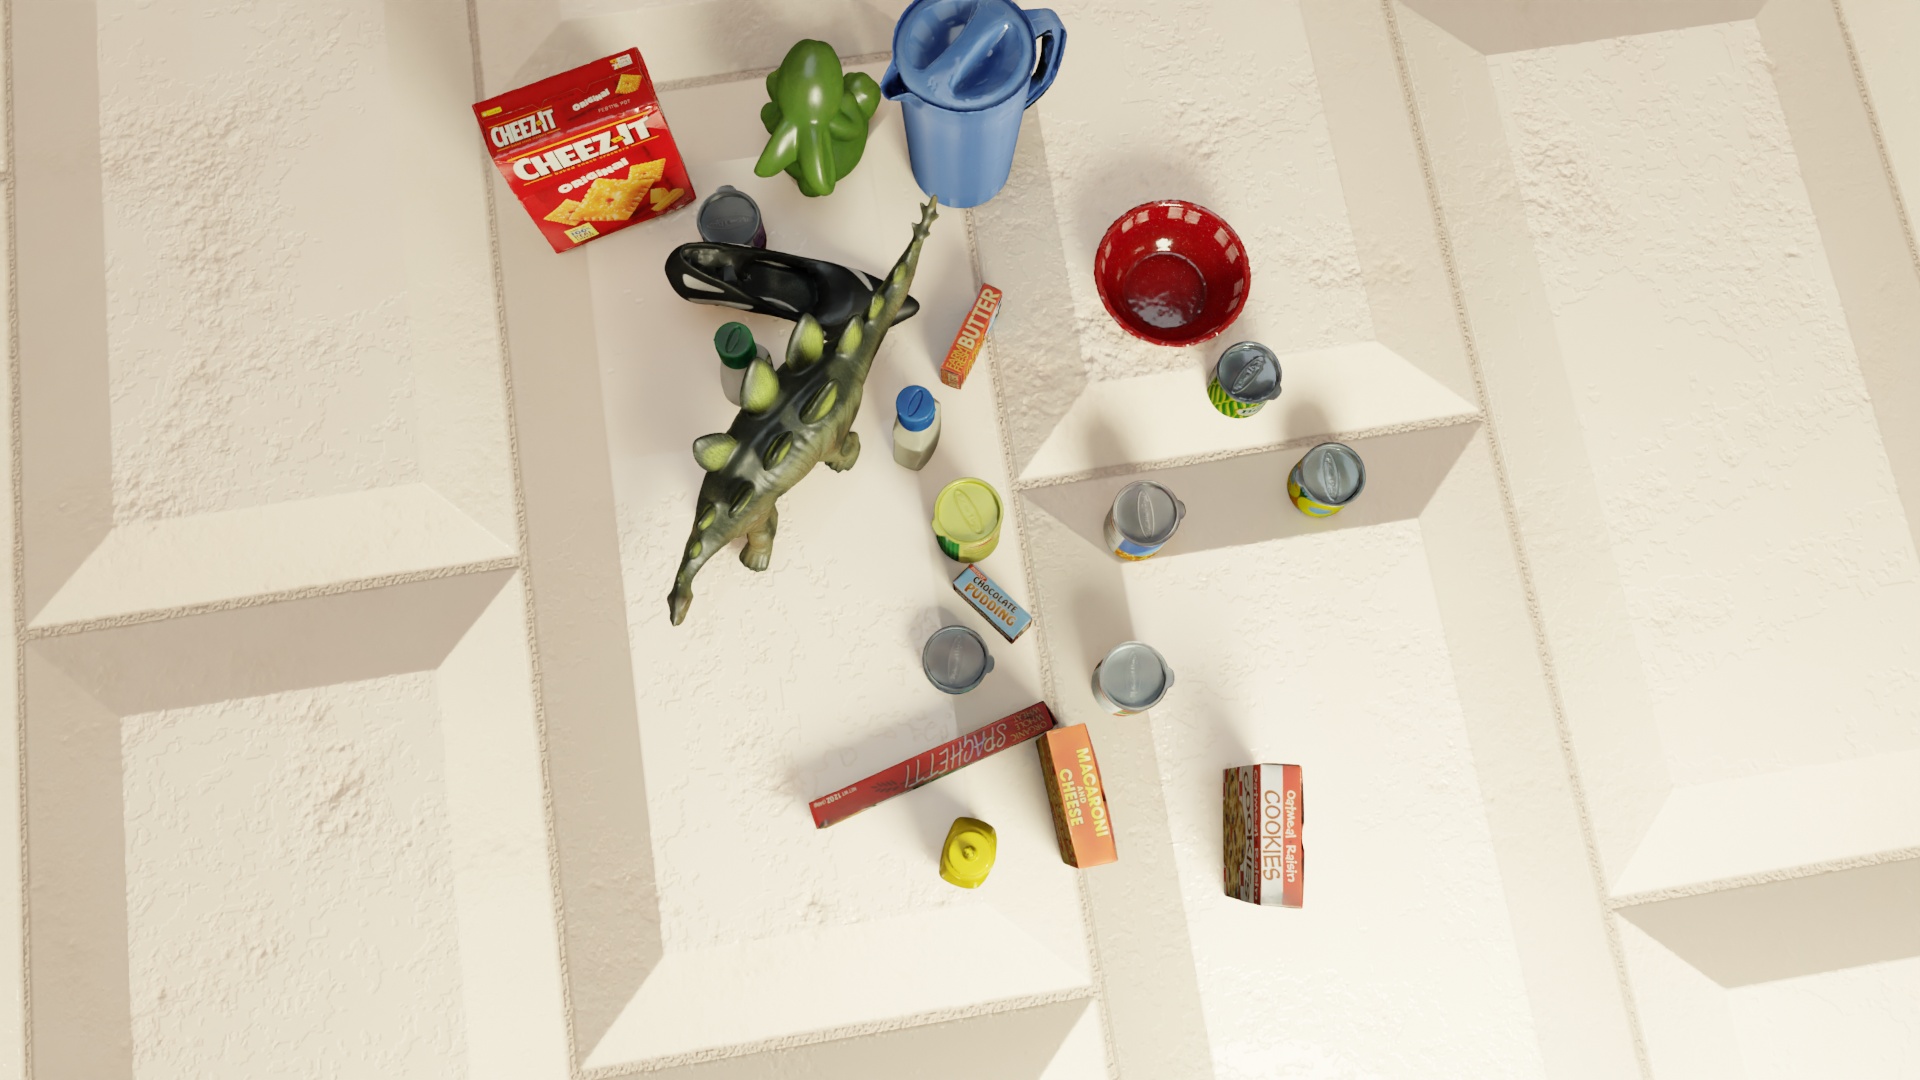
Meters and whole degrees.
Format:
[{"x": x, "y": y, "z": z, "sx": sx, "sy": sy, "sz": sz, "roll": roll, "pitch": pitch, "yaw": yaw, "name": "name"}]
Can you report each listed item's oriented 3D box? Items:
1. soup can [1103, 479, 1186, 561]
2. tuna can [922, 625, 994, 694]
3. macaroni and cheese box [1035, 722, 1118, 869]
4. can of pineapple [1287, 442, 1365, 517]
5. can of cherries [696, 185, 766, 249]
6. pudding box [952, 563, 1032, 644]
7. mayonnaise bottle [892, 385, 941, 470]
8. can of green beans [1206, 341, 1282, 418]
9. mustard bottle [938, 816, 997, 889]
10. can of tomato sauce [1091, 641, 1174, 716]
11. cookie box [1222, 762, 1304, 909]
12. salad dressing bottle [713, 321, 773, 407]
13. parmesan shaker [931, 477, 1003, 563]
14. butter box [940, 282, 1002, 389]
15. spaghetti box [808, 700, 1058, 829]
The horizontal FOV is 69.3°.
[{"x": 0.181, "y": -0.019, "z": 1.378, "sx": 0.071, "sy": 0.083, "sz": 0.071, "roll": 0, "pitch": 79, "yaw": -1, "name": "soup can"}, {"x": -0.002, "y": 0.119, "z": 1.372, "sx": 0.071, "sy": 0.032, "sz": 0.071, "roll": 0, "pitch": 78, "yaw": -1, "name": "tuna can"}, {"x": 0.106, "y": 0.236, "z": 1.281, "sx": 0.040, "sy": 0.166, "sz": 0.124, "roll": -12, "pitch": 79, "yaw": -3, "name": "macaroni and cheese box"}, {"x": 0.367, "y": -0.061, "z": 1.402, "sx": 0.071, "sy": 0.057, "sz": 0.071, "roll": 0, "pitch": 78, "yaw": -1, "name": "can of pineapple"}, {"x": -0.237, "y": -0.326, "z": 1.449, "sx": 0.071, "sy": 0.058, "sz": 0.071, "roll": 0, "pitch": 78, "yaw": -1, "name": "can of cherries"}, {"x": 0.032, "y": 0.063, "z": 1.376, "sx": 0.084, "sy": 0.049, "sz": 0.030, "roll": 43, "pitch": 81, "yaw": 7, "name": "pudding box"}, {"x": -0.043, "y": -0.114, "z": 1.362, "sx": 0.041, "sy": 0.148, "sz": 0.065, "roll": 23, "pitch": 79, "yaw": 4, "name": "mayonnaise bottle"}, {"x": 0.290, "y": -0.163, "z": 1.423, "sx": 0.071, "sy": 0.057, "sz": 0.071, "roll": 0, "pitch": 78, "yaw": -1, "name": "can of green beans"}, {"x": 0.008, "y": 0.287, "z": 1.272, "sx": 0.049, "sy": 0.160, "sz": 0.065, "roll": 16, "pitch": 79, "yaw": 3, "name": "mustard bottle"}, {"x": 0.165, "y": 0.135, "z": 1.346, "sx": 0.071, "sy": 0.083, "sz": 0.071, "roll": 0, "pitch": 79, "yaw": -1, "name": "can of tomato sauce"}, {"x": 0.277, "y": 0.269, "z": 1.276, "sx": 0.040, "sy": 0.167, "sz": 0.123, "roll": 2, "pitch": 79, "yaw": 0, "name": "cookie box"}, {"x": -0.214, "y": -0.174, "z": 1.372, "sx": 0.044, "sy": 0.147, "sz": 0.064, "roll": 21, "pitch": 79, "yaw": 3, "name": "salad dressing bottle"}, {"x": 0.005, "y": -0.017, "z": 1.365, "sx": 0.071, "sy": 0.103, "sz": 0.071, "roll": 0, "pitch": 79, "yaw": -1, "name": "parmesan shaker"}, {"x": 0.012, "y": -0.209, "z": 1.431, "sx": 0.024, "sy": 0.053, "sz": 0.103, "roll": 25, "pitch": 79, "yaw": 4, "name": "butter box"}, {"x": -0.026, "y": 0.217, "z": 1.342, "sx": 0.250, "sy": 0.050, "sz": 0.029, "roll": -23, "pitch": 80, "yaw": -5, "name": "spaghetti box"}]
